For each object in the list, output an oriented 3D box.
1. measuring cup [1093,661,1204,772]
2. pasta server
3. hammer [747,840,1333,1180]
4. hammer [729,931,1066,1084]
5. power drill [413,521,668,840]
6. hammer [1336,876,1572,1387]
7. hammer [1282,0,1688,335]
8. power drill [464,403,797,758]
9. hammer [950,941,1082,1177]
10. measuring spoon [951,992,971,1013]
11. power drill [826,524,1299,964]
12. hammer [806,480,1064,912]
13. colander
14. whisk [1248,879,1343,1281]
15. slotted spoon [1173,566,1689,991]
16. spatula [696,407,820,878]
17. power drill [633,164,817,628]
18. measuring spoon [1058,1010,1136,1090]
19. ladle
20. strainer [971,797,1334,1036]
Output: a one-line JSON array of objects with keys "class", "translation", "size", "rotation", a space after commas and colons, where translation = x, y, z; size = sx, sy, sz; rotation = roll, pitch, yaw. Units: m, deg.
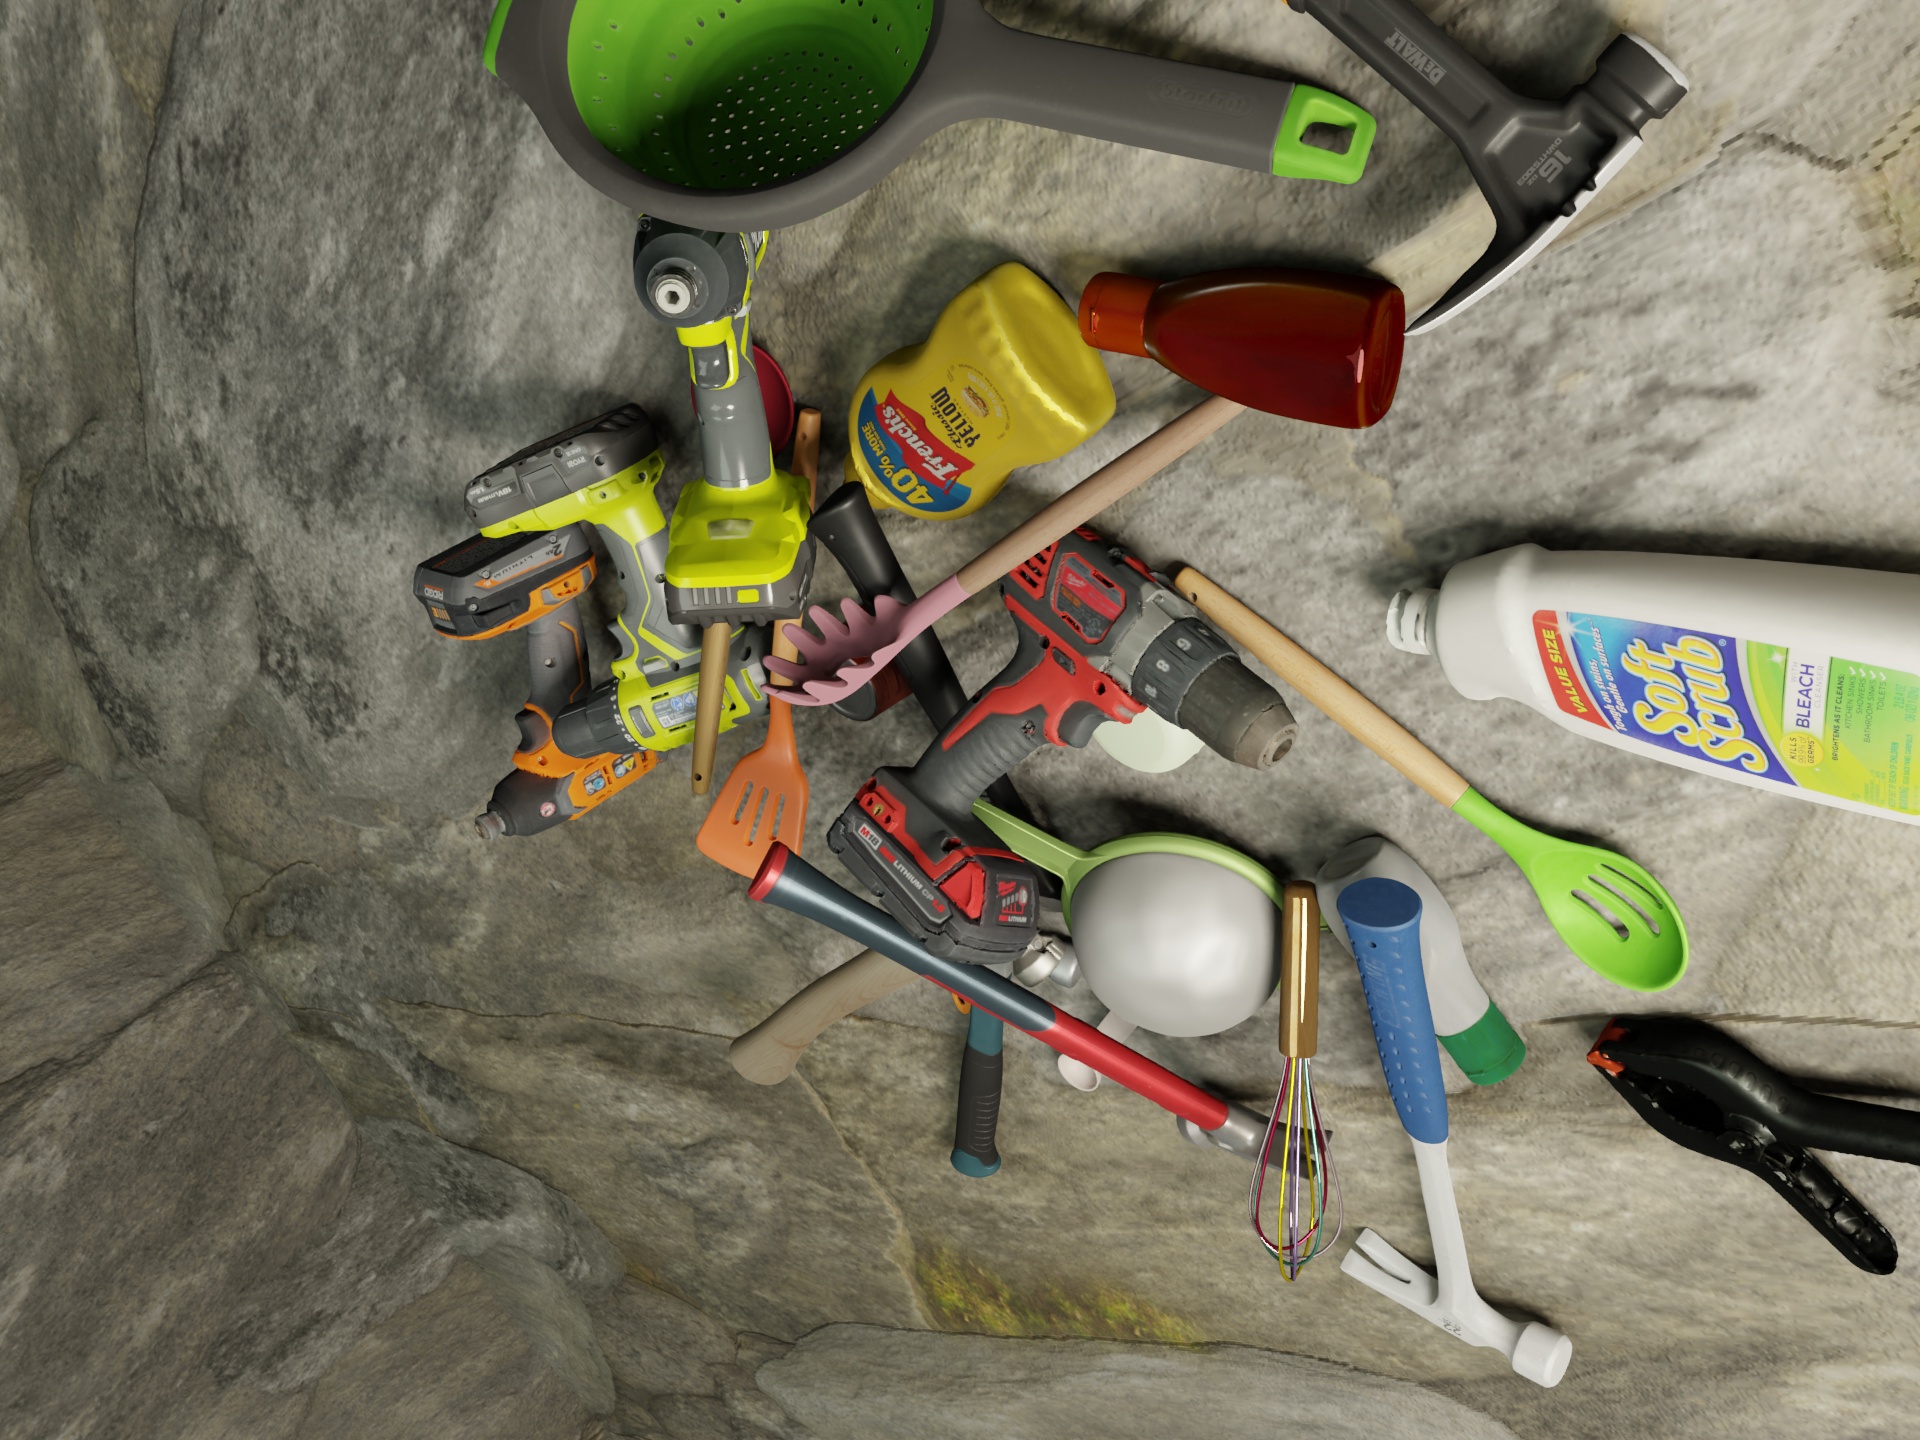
[{"class": "measuring cup", "translation": [0.075, 0.001, 0.929], "size": [0.167, 0.038, 0.083], "rotation": [-14, 112, 50]}, {"class": "pasta server", "translation": [0.017, -0.089, 0.823], "size": [0.316, 0.060, 0.040], "rotation": [-32, 129, 30]}, {"class": "hammer", "translation": [0.047, 0.179, 0.966], "size": [0.386, 0.038, 0.143], "rotation": [31, 165, -18]}, {"class": "hammer", "translation": [-0.087, 0.189, 1.168], "size": [0.146, 0.038, 0.410], "rotation": [44, 140, -5]}, {"class": "power drill", "translation": [-0.322, -0.025, 1.194], "size": [0.084, 0.164, 0.226], "rotation": [15, 130, 42]}, {"class": "hammer", "translation": [0.262, 0.240, 0.912], "size": [0.144, 0.035, 0.405], "rotation": [18, 142, 41]}, {"class": "hammer", "translation": [0.107, -0.302, 0.612], "size": [0.337, 0.034, 0.127], "rotation": [46, 117, 8]}, {"class": "power drill", "translation": [-0.239, -0.082, 1.091], "size": [0.190, 0.080, 0.228], "rotation": [-17, 111, 23]}, {"class": "hammer", "translation": [0.019, 0.253, 1.206], "size": [0.128, 0.033, 0.330], "rotation": [23, 138, 18]}, {"class": "measuring spoon", "translation": [-0.006, 0.179, 1.187], "size": [0.021, 0.011, 0.116], "rotation": [18, 133, 33]}, {"class": "power drill", "translation": [0.053, 0.024, 0.842], "size": [0.188, 0.080, 0.226], "rotation": [42, 104, 30]}, {"class": "hammer", "translation": [-0.002, -0.003, 0.959], "size": [0.146, 0.035, 0.334], "rotation": [7, 137, 40]}, {"class": "colander", "translation": [-0.014, -0.279, 0.723], "size": [0.397, 0.204, 0.094], "rotation": [17, 170, 13]}, {"class": "whisk", "translation": [0.194, 0.209, 0.915], "size": [0.051, 0.047, 0.245], "rotation": [21, 116, 60]}, {"class": "slotted spoon", "translation": [0.233, 0.021, 0.805], "size": [0.314, 0.031, 0.070], "rotation": [40, 142, 13]}, {"class": "spatula", "translation": [-0.117, -0.042, 1.019], "size": [0.081, 0.041, 0.322], "rotation": [21, 121, 20]}, {"class": "power drill", "translation": [-0.131, -0.170, 0.859], "size": [0.080, 0.171, 0.223], "rotation": [-3, 120, 2]}, {"class": "measuring spoon", "translation": [0.105, 0.222, 1.121], "size": [0.034, 0.018, 0.124], "rotation": [40, 135, 11]}, {"class": "ladle", "translation": [-0.150, -0.090, 1.013], "size": [0.069, 0.031, 0.315], "rotation": [18, 117, 14]}, {"class": "strainer", "translation": [0.080, 0.115, 0.937], "size": [0.256, 0.069, 0.151], "rotation": [29, 136, -7]}]
